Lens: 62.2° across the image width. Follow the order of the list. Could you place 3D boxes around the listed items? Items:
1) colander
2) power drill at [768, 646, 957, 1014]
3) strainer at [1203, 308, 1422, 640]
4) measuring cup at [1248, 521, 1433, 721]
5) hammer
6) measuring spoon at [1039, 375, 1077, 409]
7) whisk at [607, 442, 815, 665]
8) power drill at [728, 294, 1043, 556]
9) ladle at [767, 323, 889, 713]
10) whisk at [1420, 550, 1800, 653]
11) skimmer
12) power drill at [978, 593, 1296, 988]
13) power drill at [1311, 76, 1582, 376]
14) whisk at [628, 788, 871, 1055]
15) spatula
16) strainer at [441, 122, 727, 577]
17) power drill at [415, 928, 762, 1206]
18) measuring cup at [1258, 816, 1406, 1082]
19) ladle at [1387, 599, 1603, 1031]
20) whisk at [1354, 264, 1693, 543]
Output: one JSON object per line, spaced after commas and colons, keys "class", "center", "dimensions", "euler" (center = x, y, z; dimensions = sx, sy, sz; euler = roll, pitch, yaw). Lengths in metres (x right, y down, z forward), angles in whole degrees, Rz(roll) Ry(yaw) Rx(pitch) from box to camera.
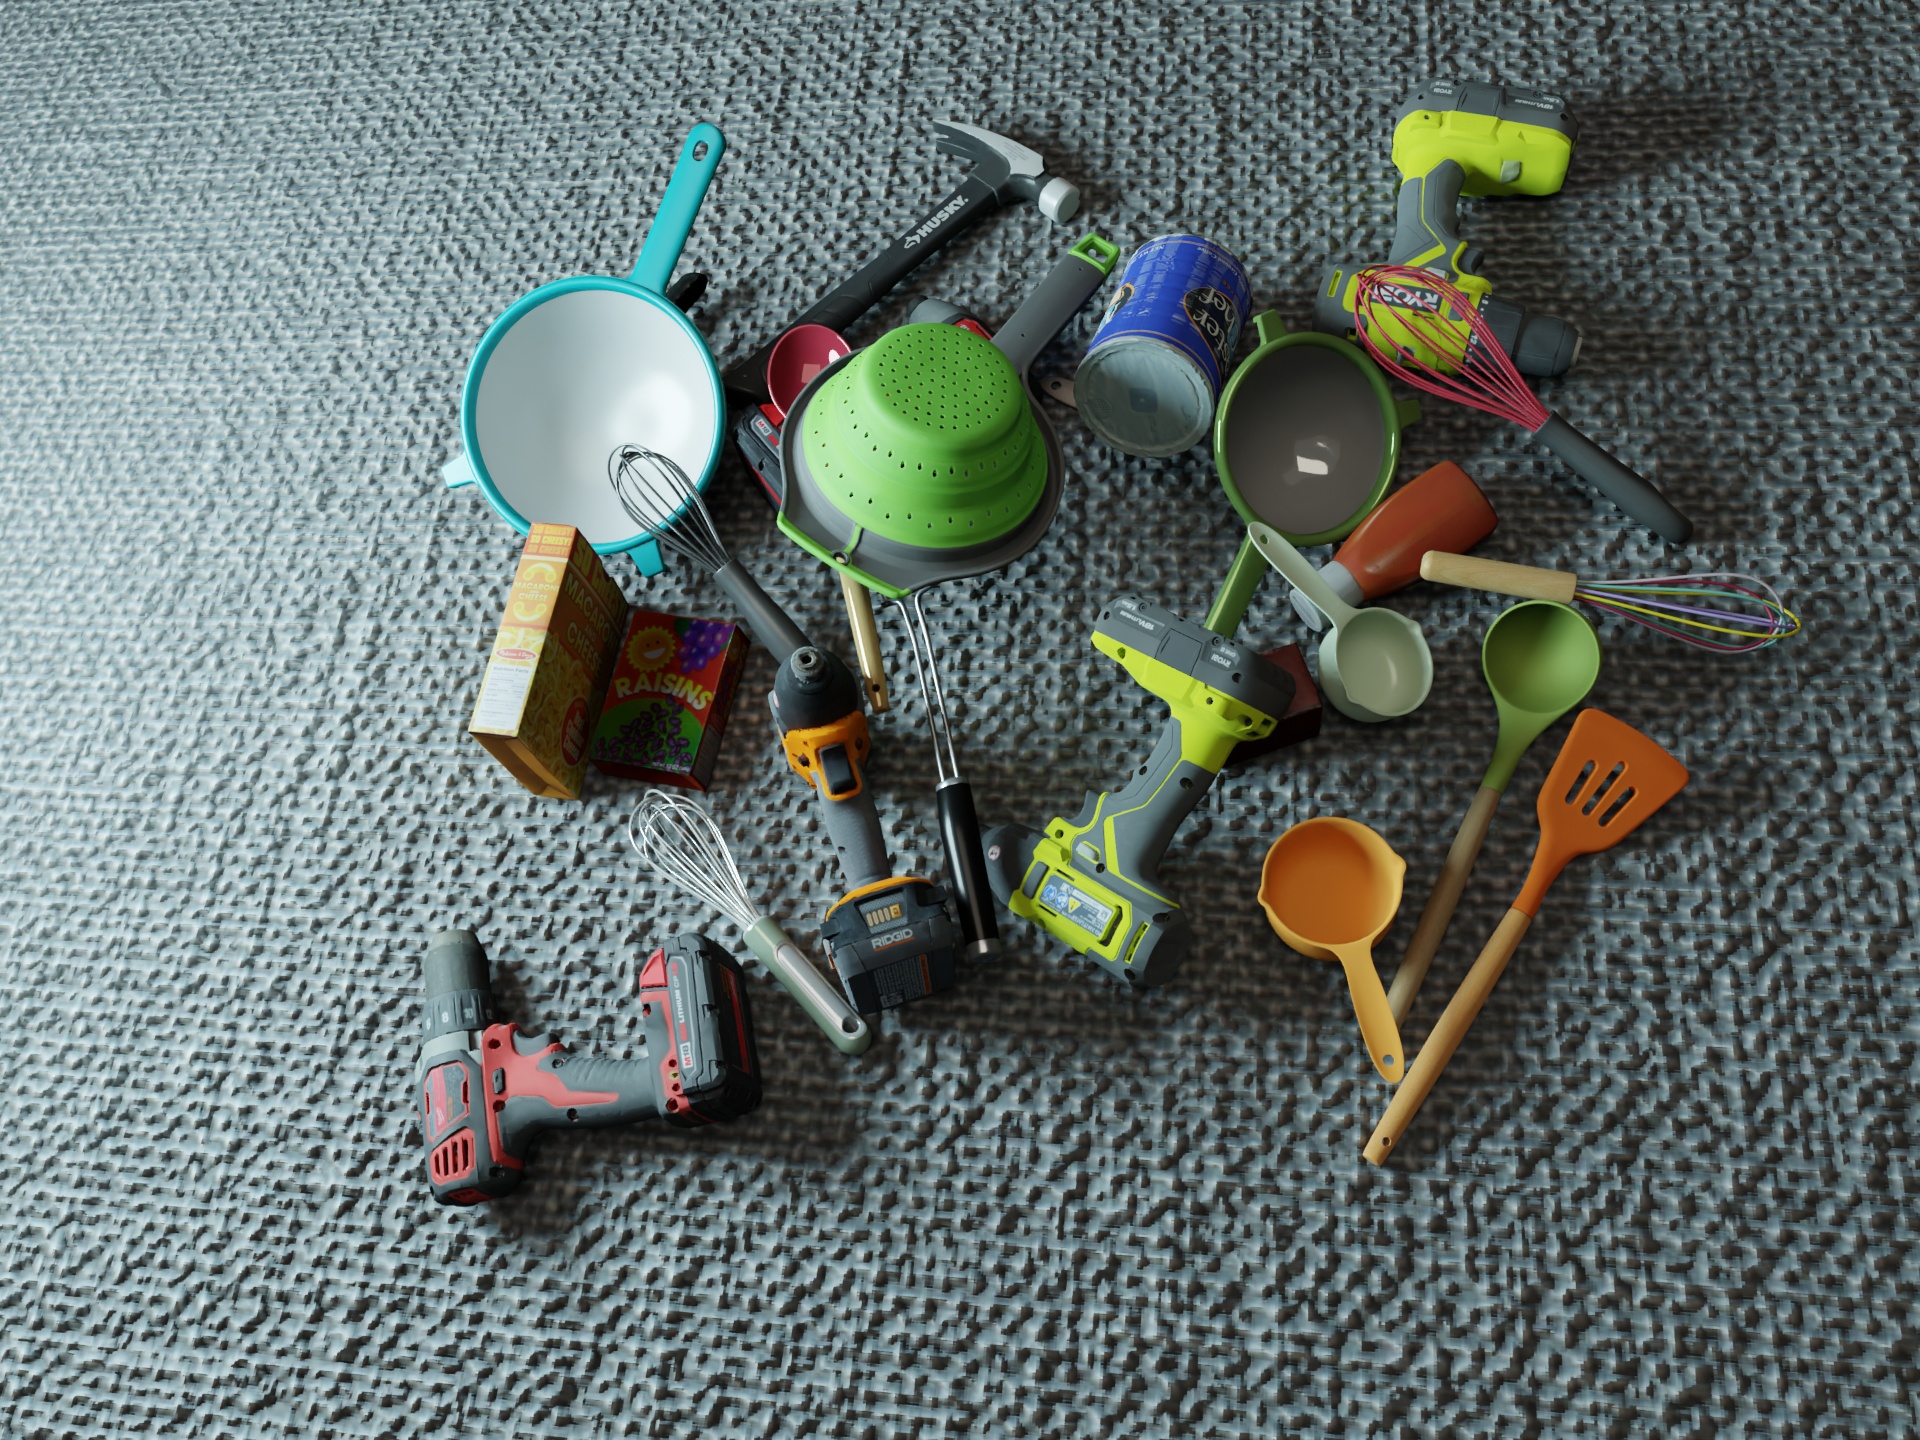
{"class": "colander", "center": [0.022, -0.261, 1.140], "dimensions": [0.204, 0.094, 0.397], "euler": [32, 59, 7]}
{"class": "power drill", "center": [-0.072, 0.064, 1.051], "dimensions": [0.084, 0.164, 0.227], "euler": [-17, 66, -6]}
{"class": "strainer", "center": [0.216, -0.154, 1.151], "dimensions": [0.151, 0.069, 0.256], "euler": [25, 89, -20]}
{"class": "measuring cup", "center": [0.249, -0.068, 1.085], "dimensions": [0.167, 0.038, 0.083], "euler": [46, 67, 0]}
{"class": "hammer", "center": [-0.069, -0.369, 1.305], "dimensions": [0.335, 0.035, 0.146], "euler": [-43, 66, -12]}
{"class": "measuring spoon", "center": [0.114, -0.245, 1.233], "dimensions": [0.124, 0.018, 0.034], "euler": [28, 74, 21]}
{"class": "whisk", "center": [-0.175, -0.109, 1.173], "dimensions": [0.055, 0.055, 0.239], "euler": [-41, 92, -8]}
{"class": "power drill", "center": [-0.061, -0.239, 1.234], "dimensions": [0.219, 0.078, 0.143], "euler": [-34, 66, -9]}
{"class": "ladle", "center": [-0.085, -0.148, 1.138], "dimensions": [0.069, 0.031, 0.316], "euler": [-15, 67, 5]}
{"class": "whisk", "center": [0.437, -0.085, 1.076], "dimensions": [0.245, 0.051, 0.047], "euler": [11, 65, 11]}
{"class": "skimmer", "center": [-0.002, -0.004, 1.108], "dimensions": [0.127, 0.090, 0.364], "euler": [-22, 64, 23]}
{"class": "power drill", "center": [0.107, 0.039, 1.045], "dimensions": [0.171, 0.080, 0.223], "euler": [29, 95, 35]}
{"class": "power drill", "center": [0.388, -0.363, 1.203], "dimensions": [0.190, 0.080, 0.229], "euler": [16, 73, 17]}
{"class": "whisk", "center": [-0.145, 0.137, 1.099], "dimensions": [0.058, 0.059, 0.246], "euler": [-31, 65, -35]}
{"class": "spatula", "center": [0.345, 0.141, 1.005], "dimensions": [0.081, 0.041, 0.323], "euler": [35, 78, 4]}
{"class": "strainer", "center": [-0.249, -0.292, 1.242], "dimensions": [0.211, 0.095, 0.340], "euler": [24, 95, 6]}
{"class": "power drill", "center": [-0.261, 0.210, 1.073], "dimensions": [0.226, 0.080, 0.188], "euler": [-17, 64, 6]}
{"class": "measuring cup", "center": [0.249, 0.149, 1.015], "dimensions": [0.095, 0.052, 0.174], "euler": [-15, 66, 4]}
{"class": "ladle", "center": [0.333, 0.064, 1.035], "dimensions": [0.078, 0.062, 0.320], "euler": [19, 73, 34]}
{"class": "whisk", "center": [0.393, -0.220, 1.116], "dimensions": [0.296, 0.073, 0.073], "euler": [40, 78, 4]}
